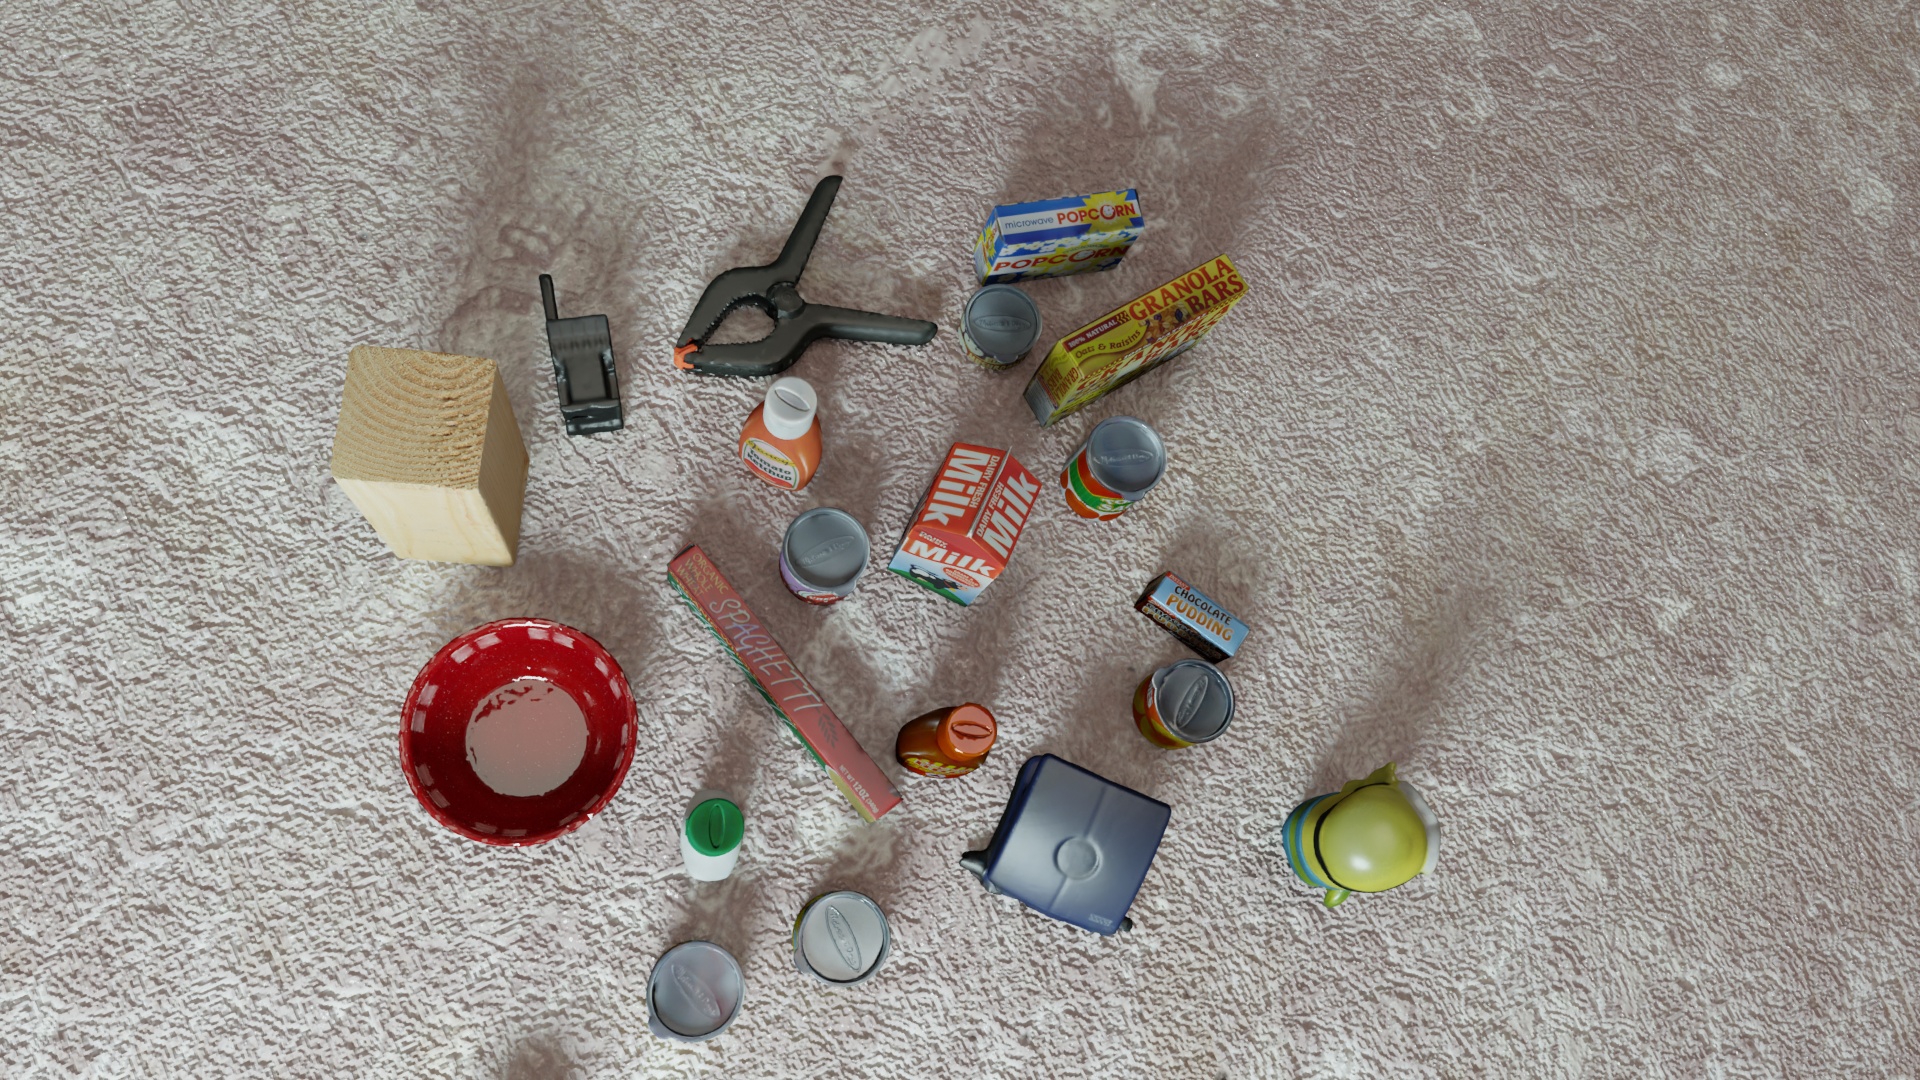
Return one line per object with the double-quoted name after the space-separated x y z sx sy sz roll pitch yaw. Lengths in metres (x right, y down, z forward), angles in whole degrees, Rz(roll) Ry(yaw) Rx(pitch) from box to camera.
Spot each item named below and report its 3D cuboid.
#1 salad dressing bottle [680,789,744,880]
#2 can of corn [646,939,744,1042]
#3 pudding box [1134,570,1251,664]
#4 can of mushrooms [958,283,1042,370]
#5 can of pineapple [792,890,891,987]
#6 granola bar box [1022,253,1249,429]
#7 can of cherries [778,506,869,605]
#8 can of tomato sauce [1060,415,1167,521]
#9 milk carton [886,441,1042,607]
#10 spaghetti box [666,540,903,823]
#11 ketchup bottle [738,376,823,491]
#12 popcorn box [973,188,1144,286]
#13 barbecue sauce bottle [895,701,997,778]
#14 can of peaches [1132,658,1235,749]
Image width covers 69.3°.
-0.171 0.202 0.961 0.044 0.147 0.064 2 75 -11 "salad dressing bottle"
-0.188 0.316 0.973 0.071 0.058 0.071 3 75 -11 "can of corn"
0.187 0.062 1.124 0.084 0.049 0.030 36 72 -1 "pudding box"
0.033 -0.176 1.165 0.071 0.033 0.071 3 75 -11 "can of mushrooms"
-0.089 0.287 1.002 0.071 0.057 0.071 3 75 -11 "can of pineapple"
0.140 -0.162 1.136 0.166 0.124 0.039 -29 83 -17 "granola bar box"
-0.105 0.016 1.072 0.071 0.058 0.071 3 75 -11 "can of cherries"
0.123 -0.055 1.125 0.071 0.083 0.071 3 75 -11 "can of tomato sauce"
0.004 -0.013 1.032 0.073 0.190 0.072 26 72 -4 "milk carton"
-0.135 0.108 1.045 0.029 0.050 0.250 -39 86 -18 "spaghetti box"
-0.132 -0.082 1.045 0.065 0.148 0.044 30 72 -3 "ketchup bottle"
0.081 -0.254 1.169 0.127 0.085 0.038 -11 78 -14 "popcorn box"
-0.006 0.145 1.010 0.065 0.148 0.044 11 74 -9 "barbecue sauce bottle"
0.174 0.129 1.099 0.071 0.058 0.071 3 75 -11 "can of peaches"
